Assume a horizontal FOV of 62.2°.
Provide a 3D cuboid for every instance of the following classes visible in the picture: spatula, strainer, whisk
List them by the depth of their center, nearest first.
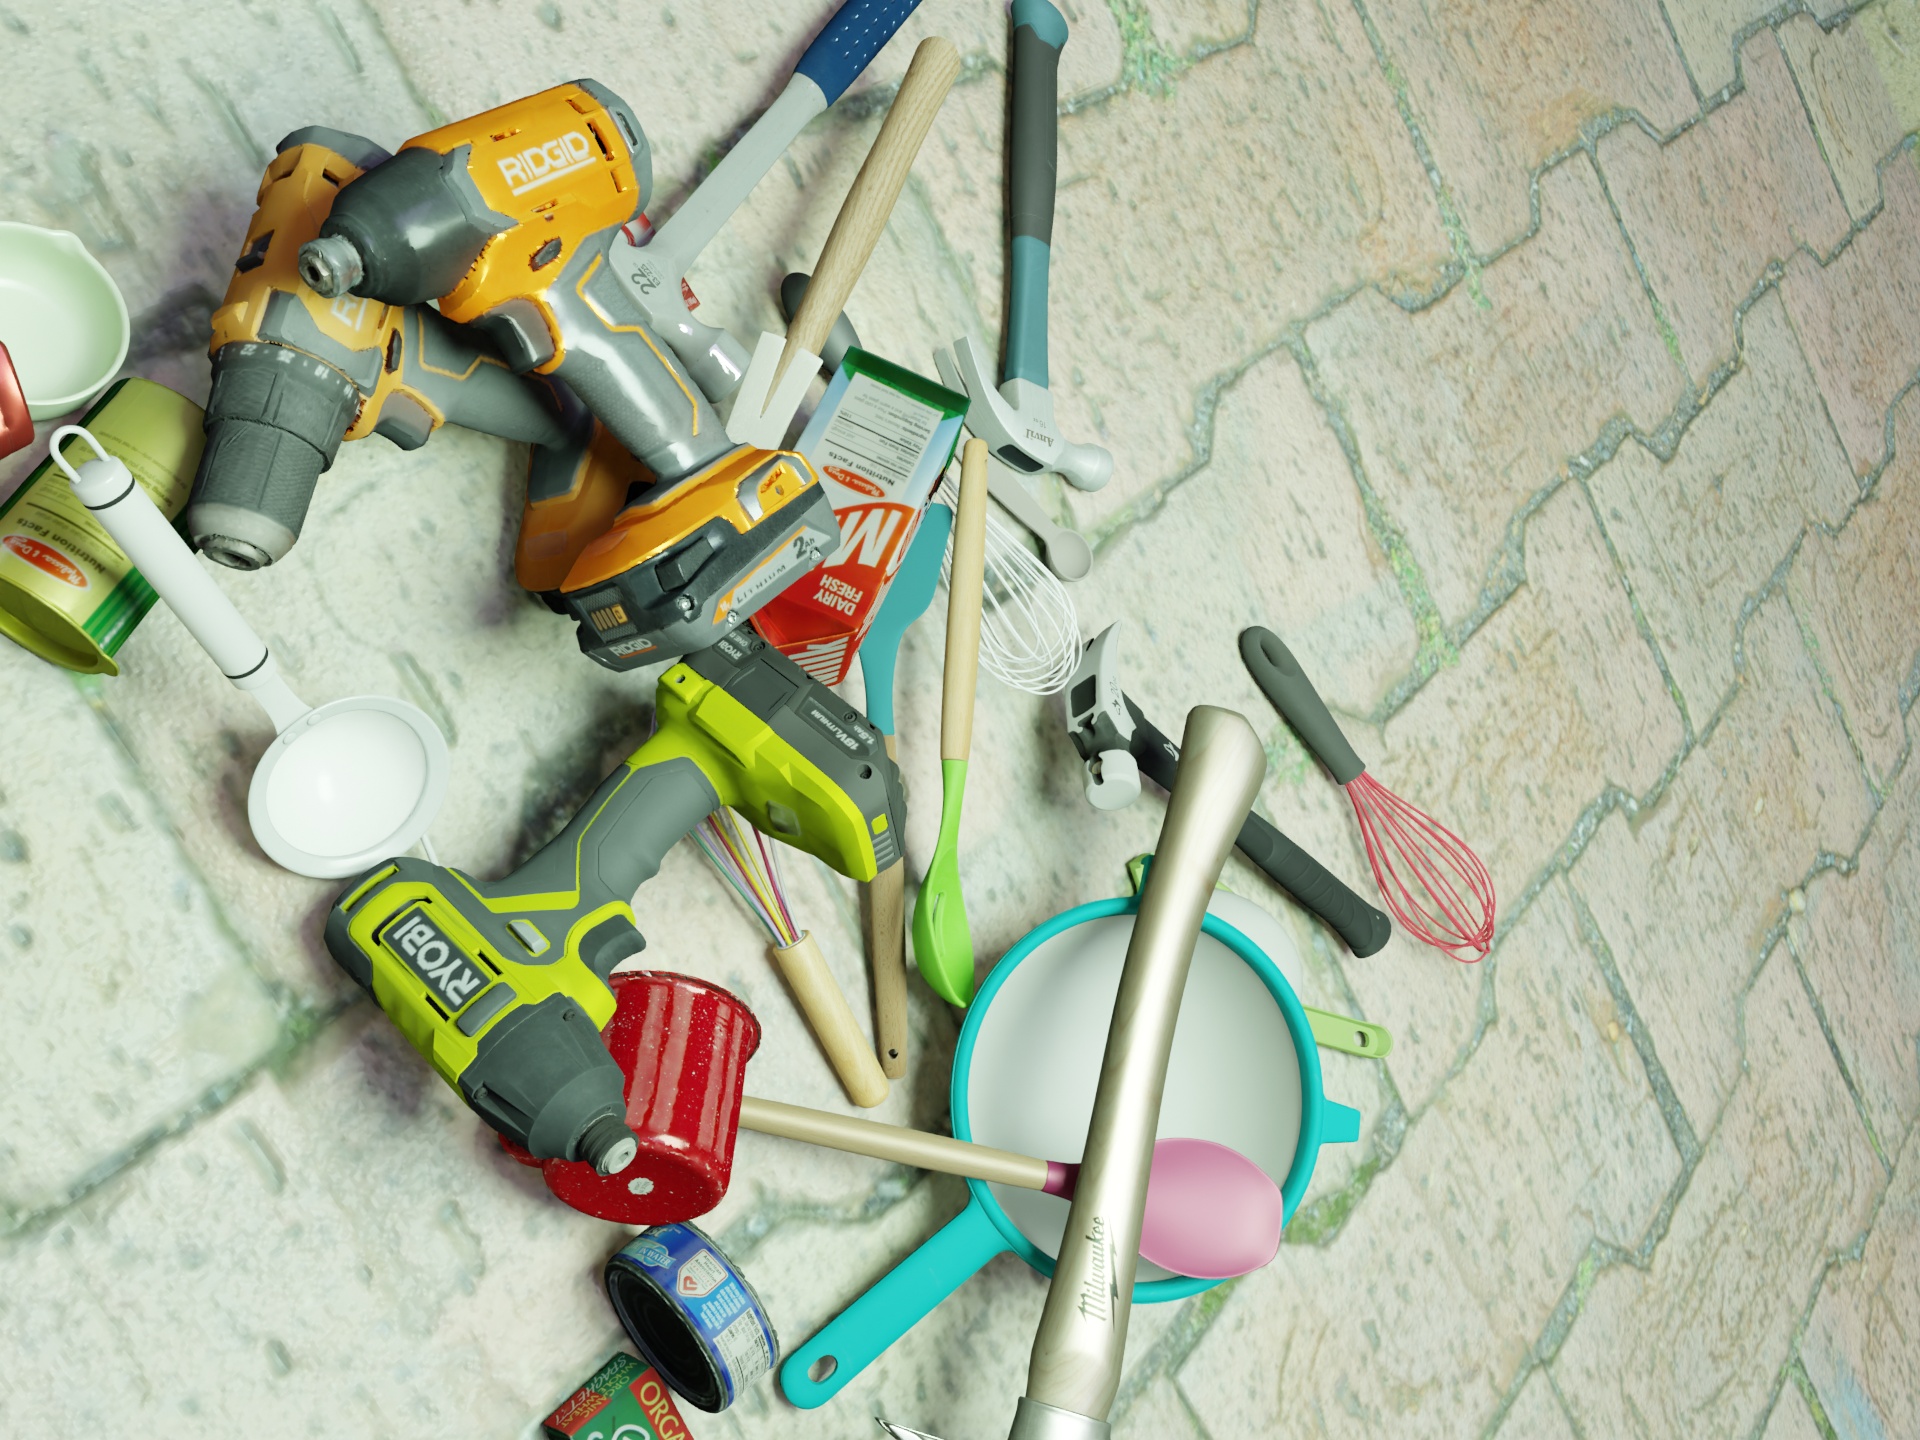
[{"bbox_3d":[-0.279,-0.018,0.635,0.087,0.050,0.258,-41,142,-20],"label":"strainer"},{"bbox_3d":[-0.095,0.093,0.816,0.051,0.047,0.245,-33,105,-26],"label":"whisk"},{"bbox_3d":[0.037,0.242,0.865,0.340,0.095,0.211,-36,90,-17],"label":"strainer"},{"bbox_3d":[-0.040,0.034,0.870,0.082,0.044,0.317,-2,88,-1],"label":"spatula"},{"bbox_3d":[-0.018,-0.137,0.922,0.070,0.070,0.284,-40,100,-37],"label":"whisk"},{"bbox_3d":[0.207,0.183,1.015,0.256,0.069,0.152,21,67,-32],"label":"strainer"},{"bbox_3d":[0.287,0.053,1.121,0.295,0.073,0.073,52,53,-9],"label":"whisk"}]

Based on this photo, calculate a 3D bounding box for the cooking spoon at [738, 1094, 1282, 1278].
[{"bbox_3d":[0.018,0.224,0.803,0.318,0.017,0.069,15,69,-12],"label":"cooking spoon"}]

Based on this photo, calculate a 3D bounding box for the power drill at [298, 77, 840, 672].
[{"bbox_3d":[-0.160,-0.137,0.661,0.164,0.084,0.226,-44,114,-43],"label":"power drill"}]

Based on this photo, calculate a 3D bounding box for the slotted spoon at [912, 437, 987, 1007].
[{"bbox_3d":[-0.001,-0.003,0.869,0.070,0.031,0.314,32,60,-70],"label":"slotted spoon"}]

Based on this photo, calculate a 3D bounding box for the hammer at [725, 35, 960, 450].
[{"bbox_3d":[-0.064,-0.244,0.849,0.031,0.130,0.331,24,65,-8],"label":"hammer"}]

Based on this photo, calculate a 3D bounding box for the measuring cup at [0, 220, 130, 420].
[{"bbox_3d":[-0.417,-0.178,0.623,0.167,0.038,0.083,28,63,-28],"label":"measuring cup"}]

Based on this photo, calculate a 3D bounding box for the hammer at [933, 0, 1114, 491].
[{"bbox_3d":[0.047,-0.318,1.027,0.128,0.033,0.331,14,71,-37],"label":"hammer"}]

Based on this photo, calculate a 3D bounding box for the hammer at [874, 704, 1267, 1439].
[{"bbox_3d":[0.080,0.177,0.808,0.146,0.038,0.411,20,68,-10],"label":"hammer"}]

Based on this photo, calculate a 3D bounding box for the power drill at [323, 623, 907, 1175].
[{"bbox_3d":[-0.135,0.074,0.686,0.223,0.171,0.080,-42,151,-22],"label":"power drill"}]

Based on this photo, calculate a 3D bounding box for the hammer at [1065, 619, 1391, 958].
[{"bbox_3d":[0.180,0.064,1.023,0.334,0.035,0.146,37,32,-34],"label":"hammer"}]

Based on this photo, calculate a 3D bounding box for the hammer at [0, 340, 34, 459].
[{"bbox_3d":[-0.456,-0.004,0.527,0.149,0.037,0.359,42,64,-24],"label":"hammer"}]

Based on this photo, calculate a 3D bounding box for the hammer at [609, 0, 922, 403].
[{"bbox_3d":[-0.094,-0.355,0.898,0.144,0.035,0.406,45,51,-24],"label":"hammer"}]

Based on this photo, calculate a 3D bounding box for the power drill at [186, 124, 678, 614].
[{"bbox_3d":[-0.222,-0.120,0.701,0.226,0.084,0.185,32,60,-48],"label":"power drill"}]

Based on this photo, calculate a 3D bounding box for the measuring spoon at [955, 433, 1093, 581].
[{"bbox_3d":[0.034,-0.132,0.989,0.124,0.018,0.034,44,56,-14],"label":"measuring spoon"}]
